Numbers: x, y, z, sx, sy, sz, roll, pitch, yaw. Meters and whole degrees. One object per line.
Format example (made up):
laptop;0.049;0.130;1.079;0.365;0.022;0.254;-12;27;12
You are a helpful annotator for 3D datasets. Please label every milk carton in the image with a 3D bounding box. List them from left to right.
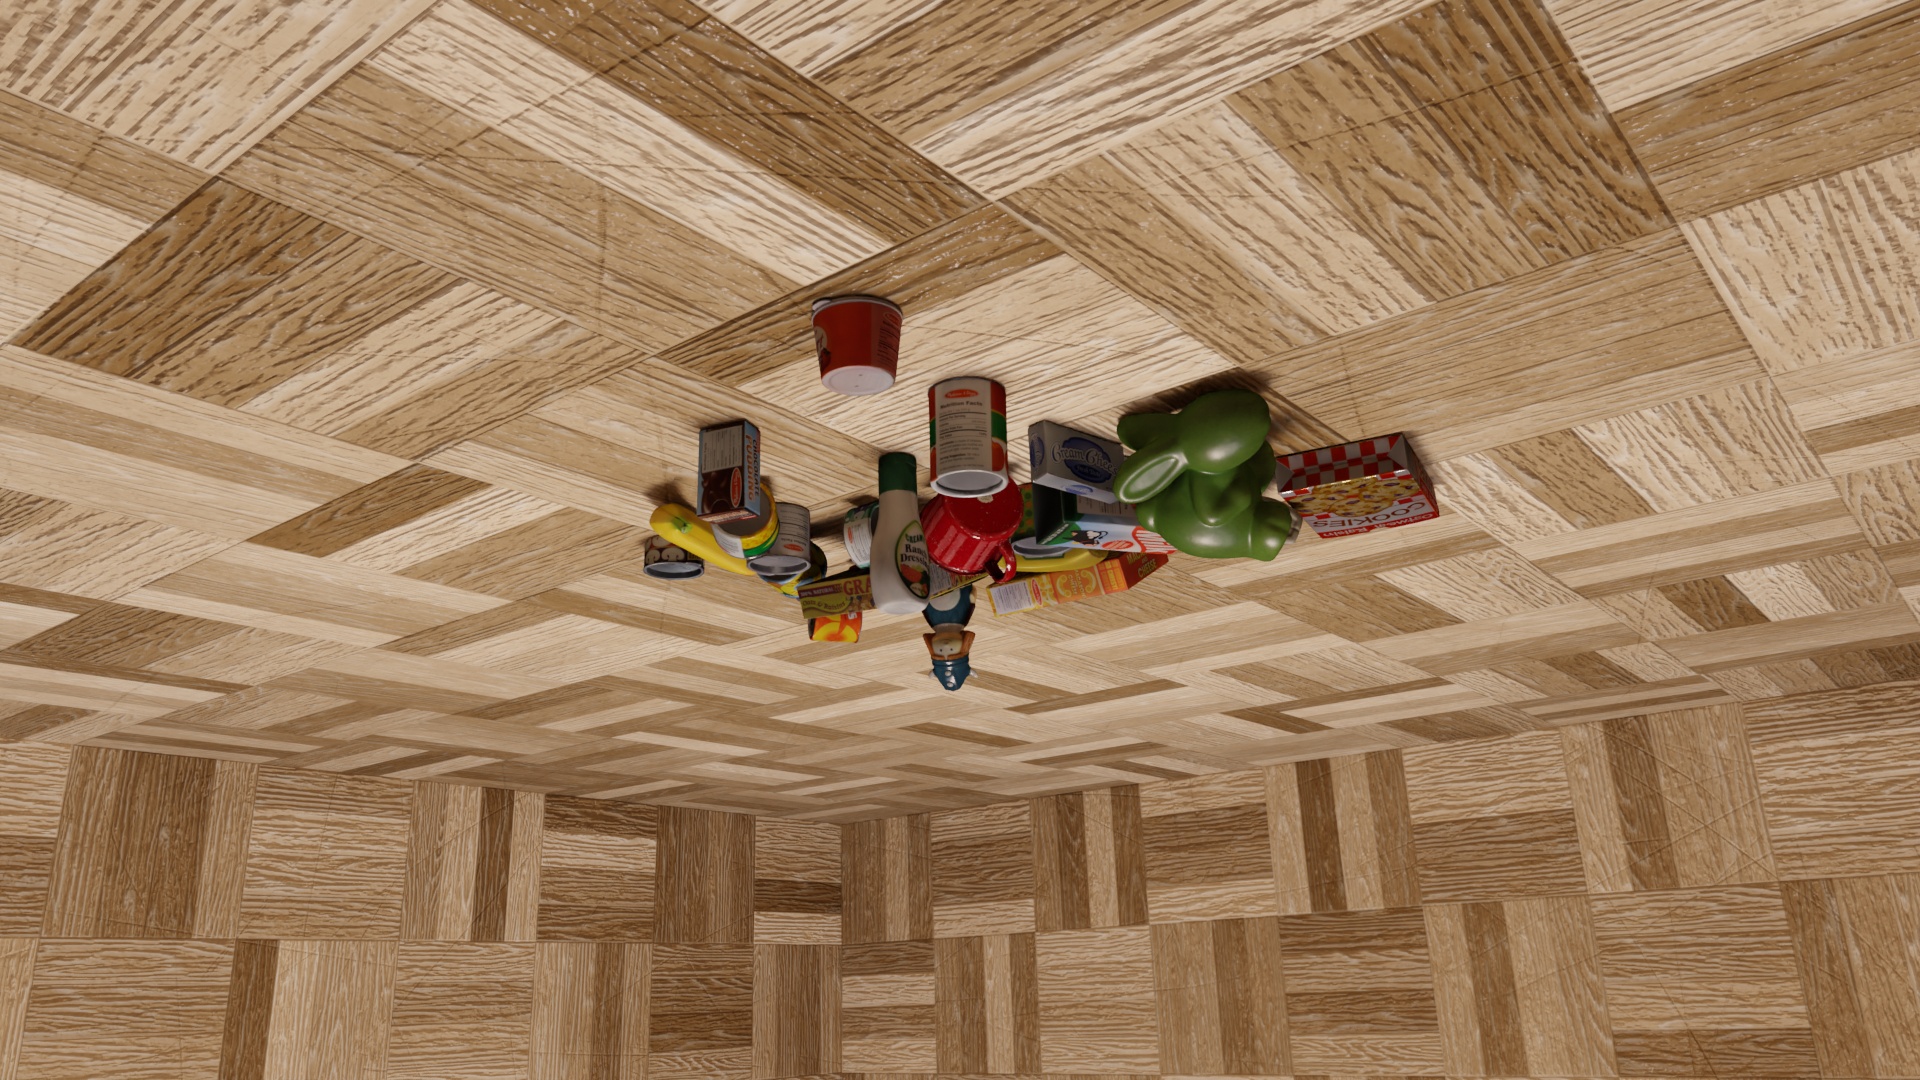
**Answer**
milk carton;0.171;-0.033;1.349;0.191;0.073;0.072;4;160;-18

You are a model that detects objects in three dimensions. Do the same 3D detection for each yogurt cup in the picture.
yogurt cup;-0.076;-0.142;1.025;0.072;0.054;0.072;-2;162;-1

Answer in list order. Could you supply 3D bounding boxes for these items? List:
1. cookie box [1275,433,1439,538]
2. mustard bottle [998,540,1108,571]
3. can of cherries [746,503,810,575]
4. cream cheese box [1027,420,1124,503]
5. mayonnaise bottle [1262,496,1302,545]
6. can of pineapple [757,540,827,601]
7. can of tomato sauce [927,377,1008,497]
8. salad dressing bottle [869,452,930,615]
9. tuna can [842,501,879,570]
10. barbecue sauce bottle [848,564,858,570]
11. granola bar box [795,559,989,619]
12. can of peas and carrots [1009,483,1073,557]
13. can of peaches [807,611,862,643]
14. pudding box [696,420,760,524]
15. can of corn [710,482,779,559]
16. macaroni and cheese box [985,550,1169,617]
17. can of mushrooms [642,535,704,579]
cookie box;0.395;-0.049;1.376;0.123;0.040;0.167;-11;160;26
mustard bottle;0.082;0.005;1.475;0.160;0.065;0.049;-12;163;39
can of cherries;-0.190;-0.001;1.435;0.071;0.058;0.071;-3;162;-1
cream cheese box;0.106;-0.070;1.262;0.104;0.053;0.024;13;154;-38
mayonnaise bottle;0.286;-0.017;1.411;0.065;0.041;0.148;23;172;-13
can of pineapple;-0.183;0.025;1.495;0.071;0.071;0.057;-6;161;13
can of tomato sauce;0.007;-0.085;1.160;0.071;0.083;0.071;-2;161;0
salad dressing bottle;-0.057;-0.007;1.285;0.044;0.148;0.064;-16;157;33
tuna can;-0.087;-0.006;1.422;0.033;0.071;0.071;-14;158;29
barbecue sauce bottle;-0.060;0.031;1.569;0.065;0.044;0.148;14;155;-41
granola bar box;-0.070;0.044;1.465;0.165;0.039;0.124;-10;-175;35
can of peas and carrots;0.083;-0.021;1.401;0.071;0.059;0.070;-2;162;-1
can of peaches;-0.154;0.090;1.706;0.058;0.071;0.071;4;161;-15
pudding box;-0.203;-0.059;1.215;0.049;0.084;0.030;-9;160;20
can of corn;-0.209;-0.024;1.355;0.071;0.071;0.058;-1;161;-4
macaroni and cheese box;0.130;0.037;1.535;0.166;0.040;0.124;-15;-174;32
can of mushrooms;-0.311;0.018;1.520;0.071;0.033;0.071;-1;161;0
